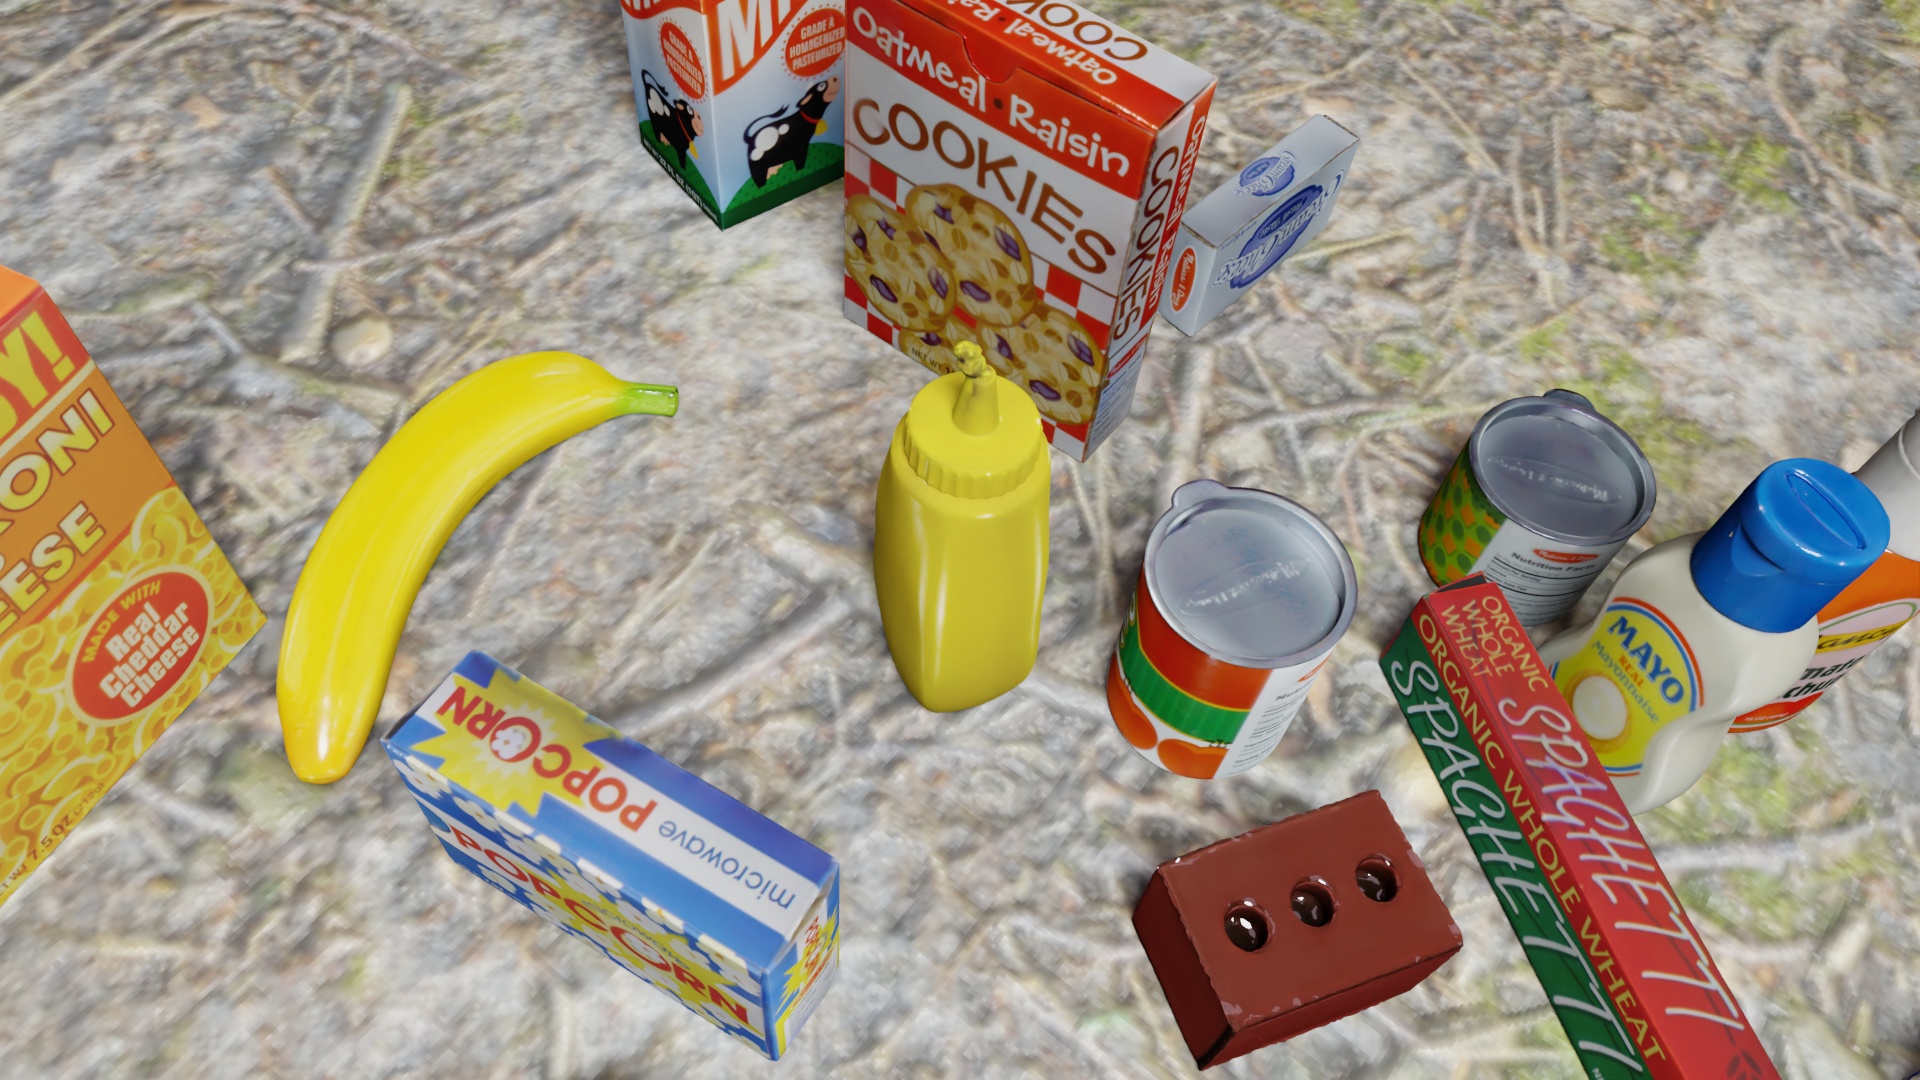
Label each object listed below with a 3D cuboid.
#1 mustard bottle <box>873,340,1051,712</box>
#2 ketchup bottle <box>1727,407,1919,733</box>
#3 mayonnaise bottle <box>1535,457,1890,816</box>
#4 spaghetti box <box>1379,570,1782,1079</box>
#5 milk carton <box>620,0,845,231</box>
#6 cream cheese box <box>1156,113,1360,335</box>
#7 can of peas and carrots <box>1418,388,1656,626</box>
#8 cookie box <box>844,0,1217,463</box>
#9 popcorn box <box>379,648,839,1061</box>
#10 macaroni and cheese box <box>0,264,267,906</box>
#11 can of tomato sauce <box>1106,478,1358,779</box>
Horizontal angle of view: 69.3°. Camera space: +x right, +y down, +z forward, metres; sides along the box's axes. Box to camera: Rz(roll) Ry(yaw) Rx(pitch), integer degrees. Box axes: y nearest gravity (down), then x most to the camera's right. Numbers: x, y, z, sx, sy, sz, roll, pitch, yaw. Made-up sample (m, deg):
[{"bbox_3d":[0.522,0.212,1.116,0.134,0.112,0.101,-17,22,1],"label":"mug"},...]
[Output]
[{"bbox_3d":[0.002,-0.005,0.432,0.049,0.159,0.065,-15,59,-15],"label":"mustard bottle"},{"bbox_3d":[0.284,0.012,0.452,0.065,0.148,0.044,-5,57,-8],"label":"ketchup bottle"},{"bbox_3d":[0.226,0.032,0.433,0.041,0.147,0.065,-19,60,-17],"label":"mayonnaise bottle"},{"bbox_3d":[0.200,0.126,0.426,0.029,0.050,0.251,-11,57,-12],"label":"spaghetti box"},{"bbox_3d":[-0.090,-0.226,0.557,0.074,0.189,0.072,-31,64,-23],"label":"milk carton"},{"bbox_3d":[0.127,-0.136,0.597,0.024,0.053,0.104,40,61,20],"label":"cream cheese box"},{"bbox_3d":[0.212,-0.012,0.516,0.071,0.058,0.071,2,56,-3],"label":"can of peas and carrots"},{"bbox_3d":[0.015,-0.119,0.506,0.123,0.166,0.040,34,60,17],"label":"cookie box"},{"bbox_3d":[-0.096,0.093,0.402,0.127,0.084,0.038,27,58,13],"label":"popcorn box"},{"bbox_3d":[-0.277,0.018,0.388,0.040,0.165,0.124,24,57,11],"label":"macaroni and cheese box"},{"bbox_3d":[0.085,0.031,0.461,0.071,0.082,0.071,2,56,-3],"label":"can of tomato sauce"}]
